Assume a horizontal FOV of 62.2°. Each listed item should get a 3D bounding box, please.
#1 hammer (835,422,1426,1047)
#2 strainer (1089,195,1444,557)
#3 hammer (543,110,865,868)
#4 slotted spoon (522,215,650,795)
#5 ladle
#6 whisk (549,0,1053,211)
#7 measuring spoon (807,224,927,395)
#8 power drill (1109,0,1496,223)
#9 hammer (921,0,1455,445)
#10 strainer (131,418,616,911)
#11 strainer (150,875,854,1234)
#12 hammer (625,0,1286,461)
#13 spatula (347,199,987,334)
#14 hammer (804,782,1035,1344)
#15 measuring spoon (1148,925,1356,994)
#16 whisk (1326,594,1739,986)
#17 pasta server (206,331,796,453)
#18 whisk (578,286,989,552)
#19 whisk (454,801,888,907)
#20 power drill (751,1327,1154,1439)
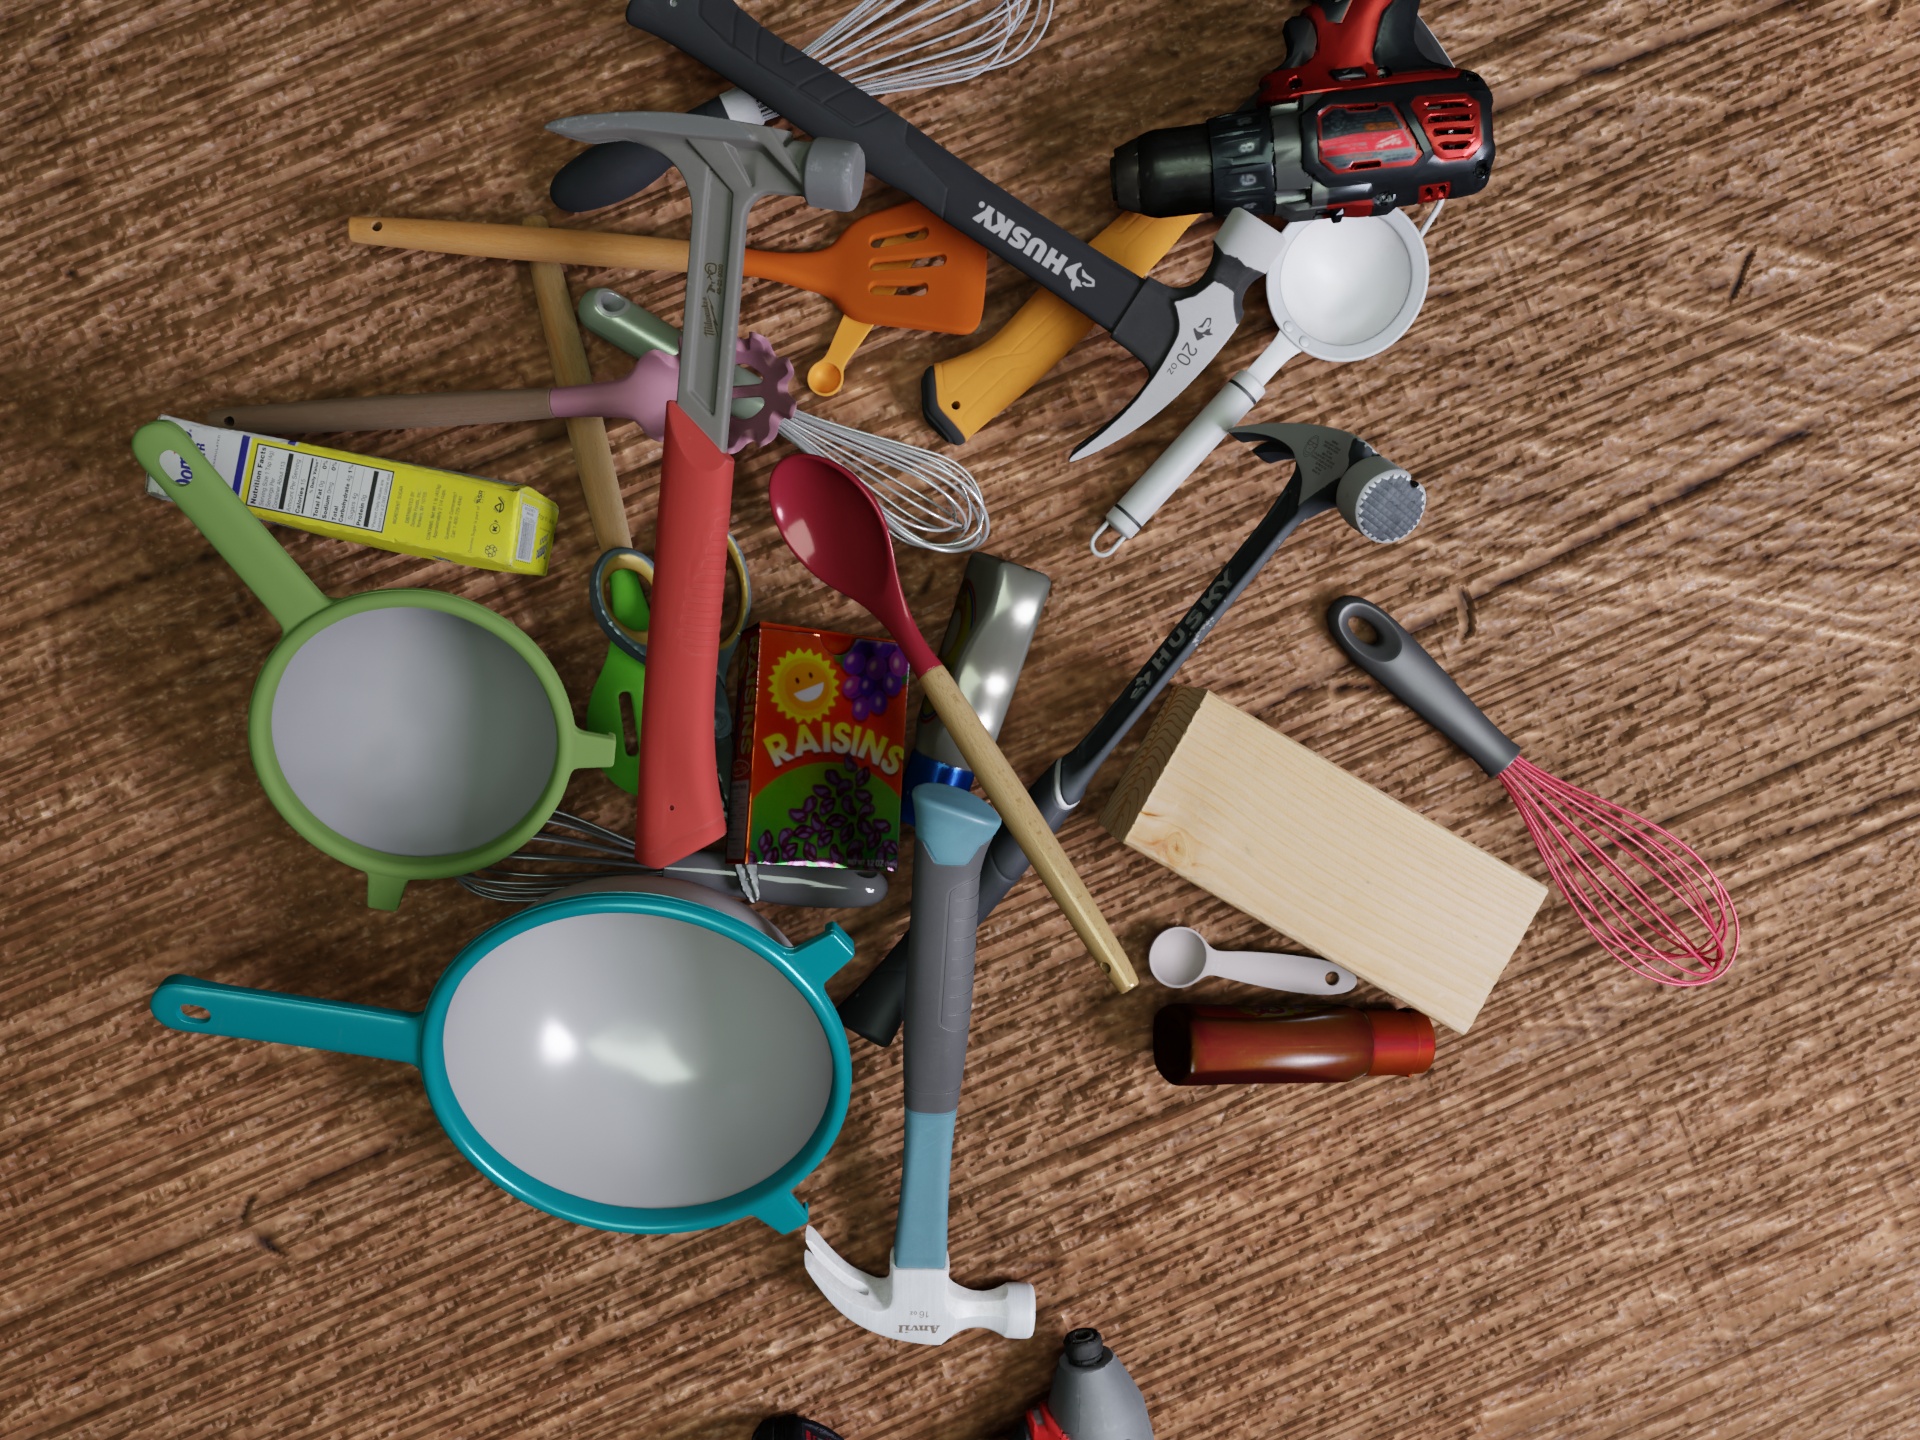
[{"bbox_3d":[0.065,0.014,0.823,0.036,0.149,0.409,33,104,-25],"label":"hammer"},{"bbox_3d":[0.158,-0.187,0.856,0.086,0.050,0.258,41,96,-12],"label":"strainer"},{"bbox_3d":[-0.139,-0.105,0.774,0.149,0.037,0.359,9,102,8],"label":"hammer"},{"bbox_3d":[-0.190,-0.112,0.843,0.070,0.031,0.314,-14,93,-16],"label":"slotted spoon"},{"bbox_3d":[-0.001,-0.003,0.790,0.031,0.069,0.315,-23,76,-41],"label":"ladle"},{"bbox_3d":[-0.085,-0.332,0.825,0.284,0.070,0.070,-24,95,2],"label":"whisk"},{"bbox_3d":[-0.047,-0.225,0.855,0.021,0.011,0.117,29,88,10],"label":"measuring spoon"},{"bbox_3d":[0.163,-0.362,0.794,0.188,0.080,0.226,-4,93,8],"label":"power drill"},{"bbox_3d":[0.115,-0.265,0.850,0.337,0.034,0.127,-43,94,0],"label":"hammer"},{"bbox_3d":[-0.295,-0.041,0.772,0.151,0.069,0.256,-34,111,5],"label":"strainer"},{"bbox_3d":[-0.222,0.145,0.814,0.340,0.095,0.211,9,117,-4],"label":"strainer"},{"bbox_3d":[-0.018,-0.265,0.788,0.334,0.035,0.146,33,109,-3],"label":"hammer"},{"bbox_3d":[-0.148,-0.244,0.822,0.322,0.041,0.081,2,85,-10],"label":"spatula"},{"bbox_3d":[-0.013,0.186,0.822,0.128,0.033,0.330,2,112,-5],"label":"hammer"},{"bbox_3d":[0.162,0.137,0.891,0.124,0.018,0.034,10,93,-11],"label":"measuring spoon"},{"bbox_3d":[0.313,0.037,0.873,0.296,0.073,0.073,44,90,1],"label":"whisk"},{"bbox_3d":[-0.236,-0.161,0.810,0.316,0.040,0.060,-2,101,6],"label":"pasta server"},{"bbox_3d":[-0.093,-0.158,0.839,0.246,0.059,0.058,30,55,-2],"label":"whisk"},{"bbox_3d":[-0.157,0.078,0.851,0.239,0.055,0.055,7,93,-9],"label":"whisk"},{"bbox_3d":[0.001,0.420,0.867,0.219,0.078,0.143,-11,95,-6],"label":"power drill"}]
